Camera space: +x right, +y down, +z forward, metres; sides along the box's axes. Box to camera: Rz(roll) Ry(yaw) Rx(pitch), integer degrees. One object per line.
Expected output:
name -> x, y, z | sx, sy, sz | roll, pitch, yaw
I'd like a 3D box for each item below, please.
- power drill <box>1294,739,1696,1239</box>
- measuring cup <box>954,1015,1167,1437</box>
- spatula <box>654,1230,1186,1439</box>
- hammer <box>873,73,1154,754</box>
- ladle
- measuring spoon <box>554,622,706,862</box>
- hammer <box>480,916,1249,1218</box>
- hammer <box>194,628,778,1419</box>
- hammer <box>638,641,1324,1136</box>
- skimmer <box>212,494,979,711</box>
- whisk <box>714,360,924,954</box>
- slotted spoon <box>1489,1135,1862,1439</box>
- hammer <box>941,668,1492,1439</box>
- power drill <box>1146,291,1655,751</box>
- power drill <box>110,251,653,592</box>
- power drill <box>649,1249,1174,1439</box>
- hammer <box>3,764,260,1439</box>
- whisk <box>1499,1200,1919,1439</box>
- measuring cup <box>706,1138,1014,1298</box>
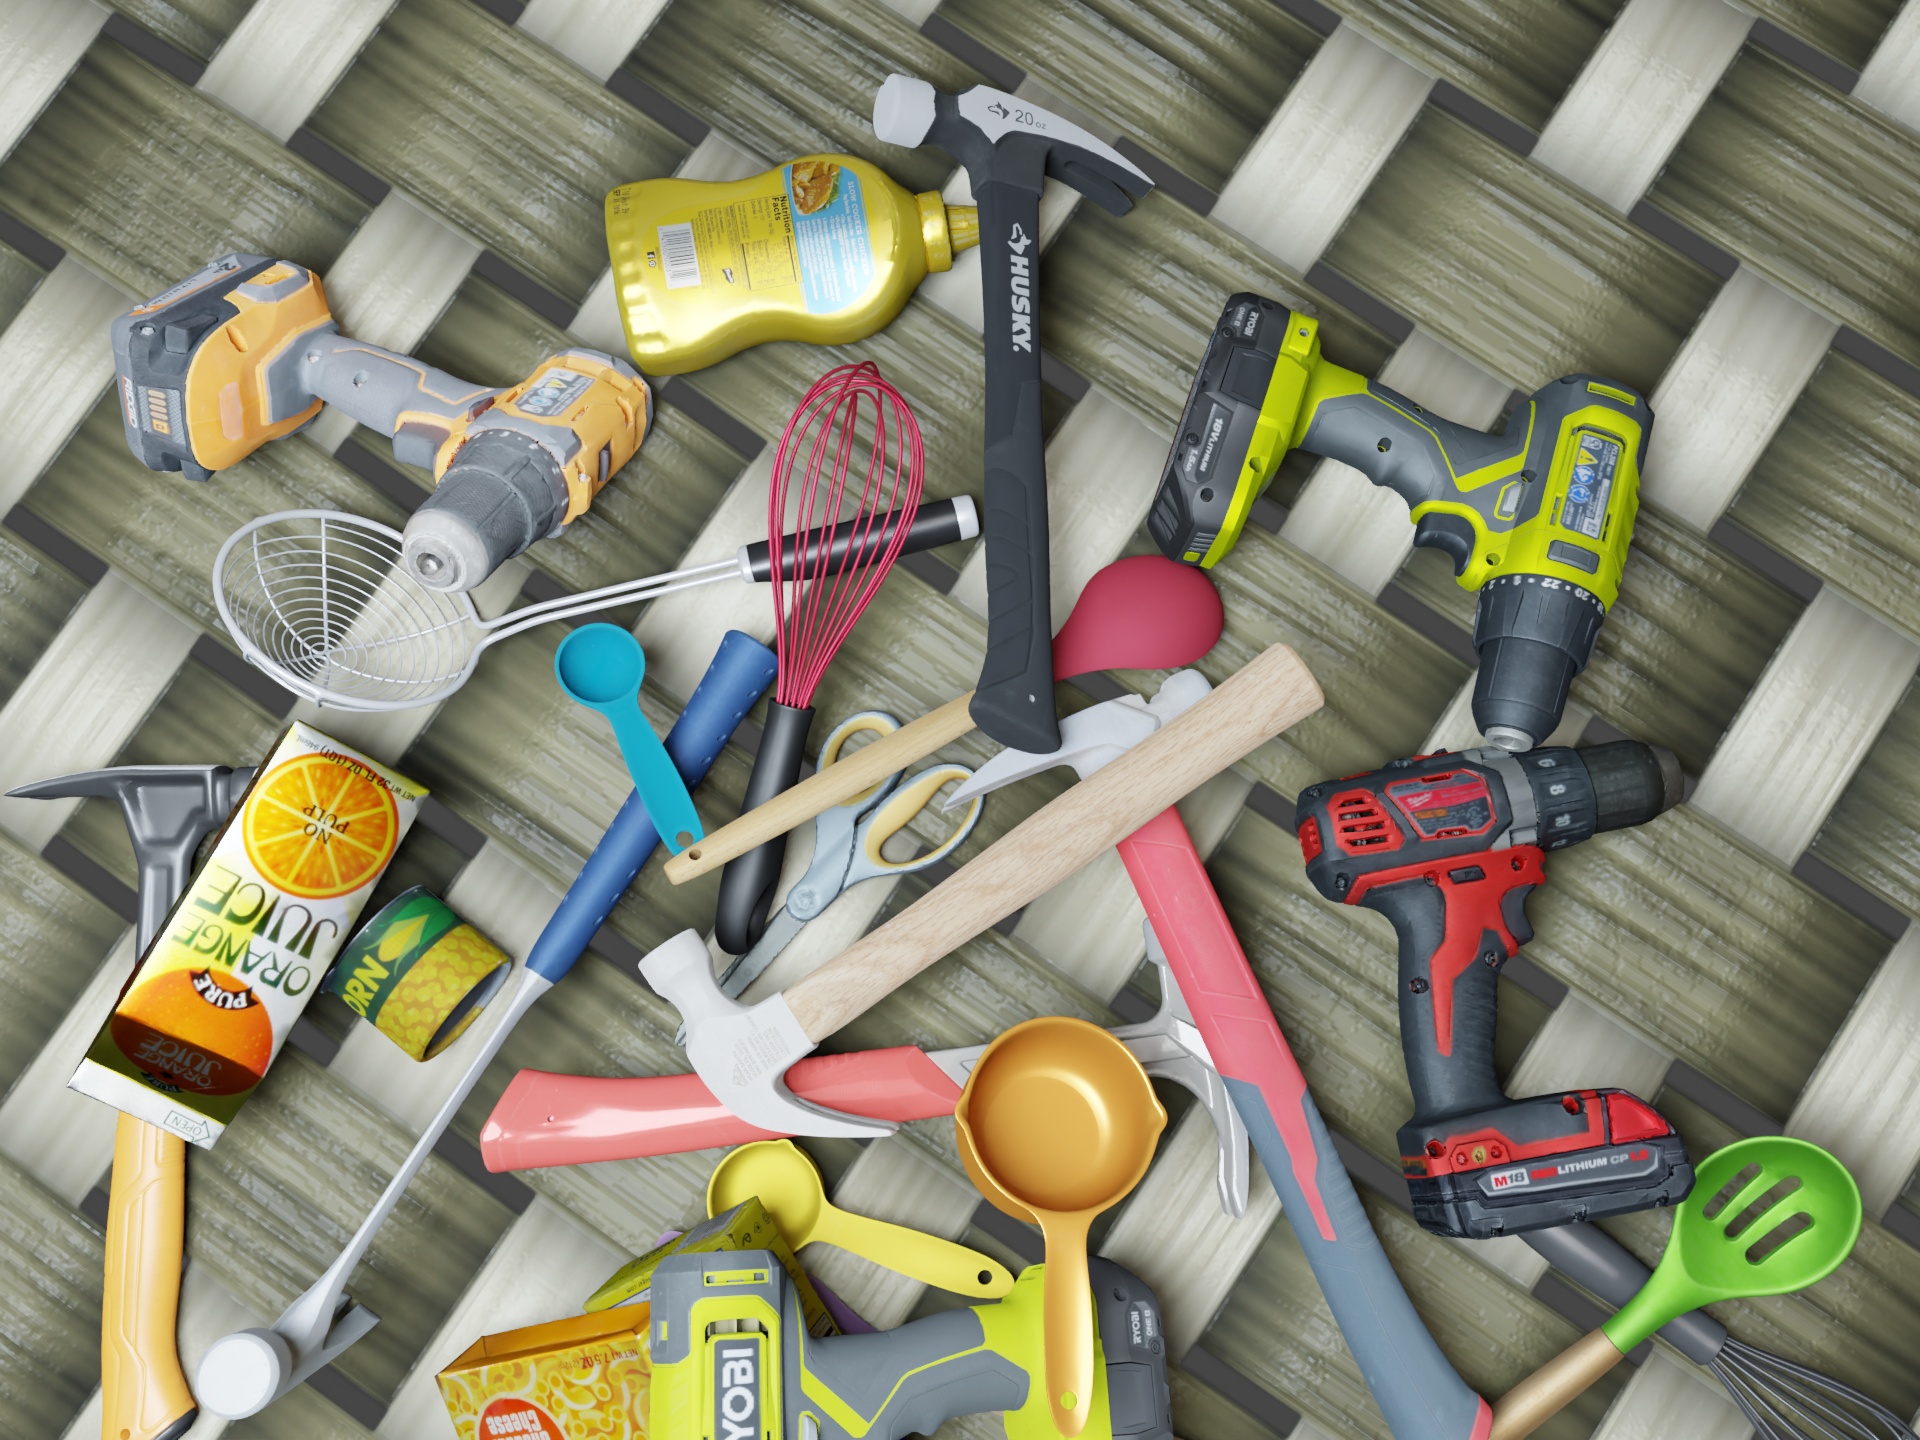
power drill -> 0.275, 0.119, 0.761 | 0.188, 0.080, 0.227 | -11, 73, -1
measuring cup -> 0.041, 0.222, 0.703 | 0.095, 0.052, 0.174 | 3, 67, -8
spatula -> -0.006, 0.323, 0.778 | 0.316, 0.018, 0.060 | 17, 88, 4
hammer -> 0.031, -0.149, 0.776 | 0.146, 0.035, 0.335 | 5, 75, -26
ladle -> -0.001, -0.002, 0.769 | 0.315, 0.031, 0.069 | -29, 66, -16
measuring spoon -> -0.153, 0.014, 0.755 | 0.042, 0.021, 0.129 | -25, 81, -19
hammer -> -0.043, 0.186, 0.762 | 0.359, 0.036, 0.149 | -6, 78, -7
hammer -> -0.209, 0.132, 0.765 | 0.035, 0.144, 0.405 | 31, 76, 2
hammer -> 0.022, 0.073, 0.724 | 0.331, 0.031, 0.130 | -34, 82, 2
skimmer -> -0.172, -0.083, 0.790 | 0.363, 0.090, 0.127 | -13, 52, -3
whisk -> -0.076, -0.026, 0.767 | 0.073, 0.073, 0.296 | 15, 98, 2
slotted spoon -> 0.284, 0.305, 0.746 | 0.314, 0.031, 0.070 | -43, 77, 8
hammer -> 0.128, 0.175, 0.744 | 0.143, 0.038, 0.386 | -23, 81, -9
power drill -> 0.215, -0.102, 0.786 | 0.228, 0.080, 0.191 | 19, 74, 2
power drill -> -0.283, -0.139, 0.761 | 0.226, 0.185, 0.084 | 16, 127, 4
power drill -> -0.023, 0.316, 0.688 | 0.223, 0.080, 0.171 | 5, 68, -23
hammer -> -0.410, 0.190, 0.790 | 0.127, 0.034, 0.337 | -1, 83, 0
whisk -> 0.358, 0.300, 0.765 | 0.239, 0.055, 0.055 | 36, 85, 9
measuring cup -> -0.048, 0.251, 0.783 | 0.156, 0.029, 0.062 | 20, 84, 0
